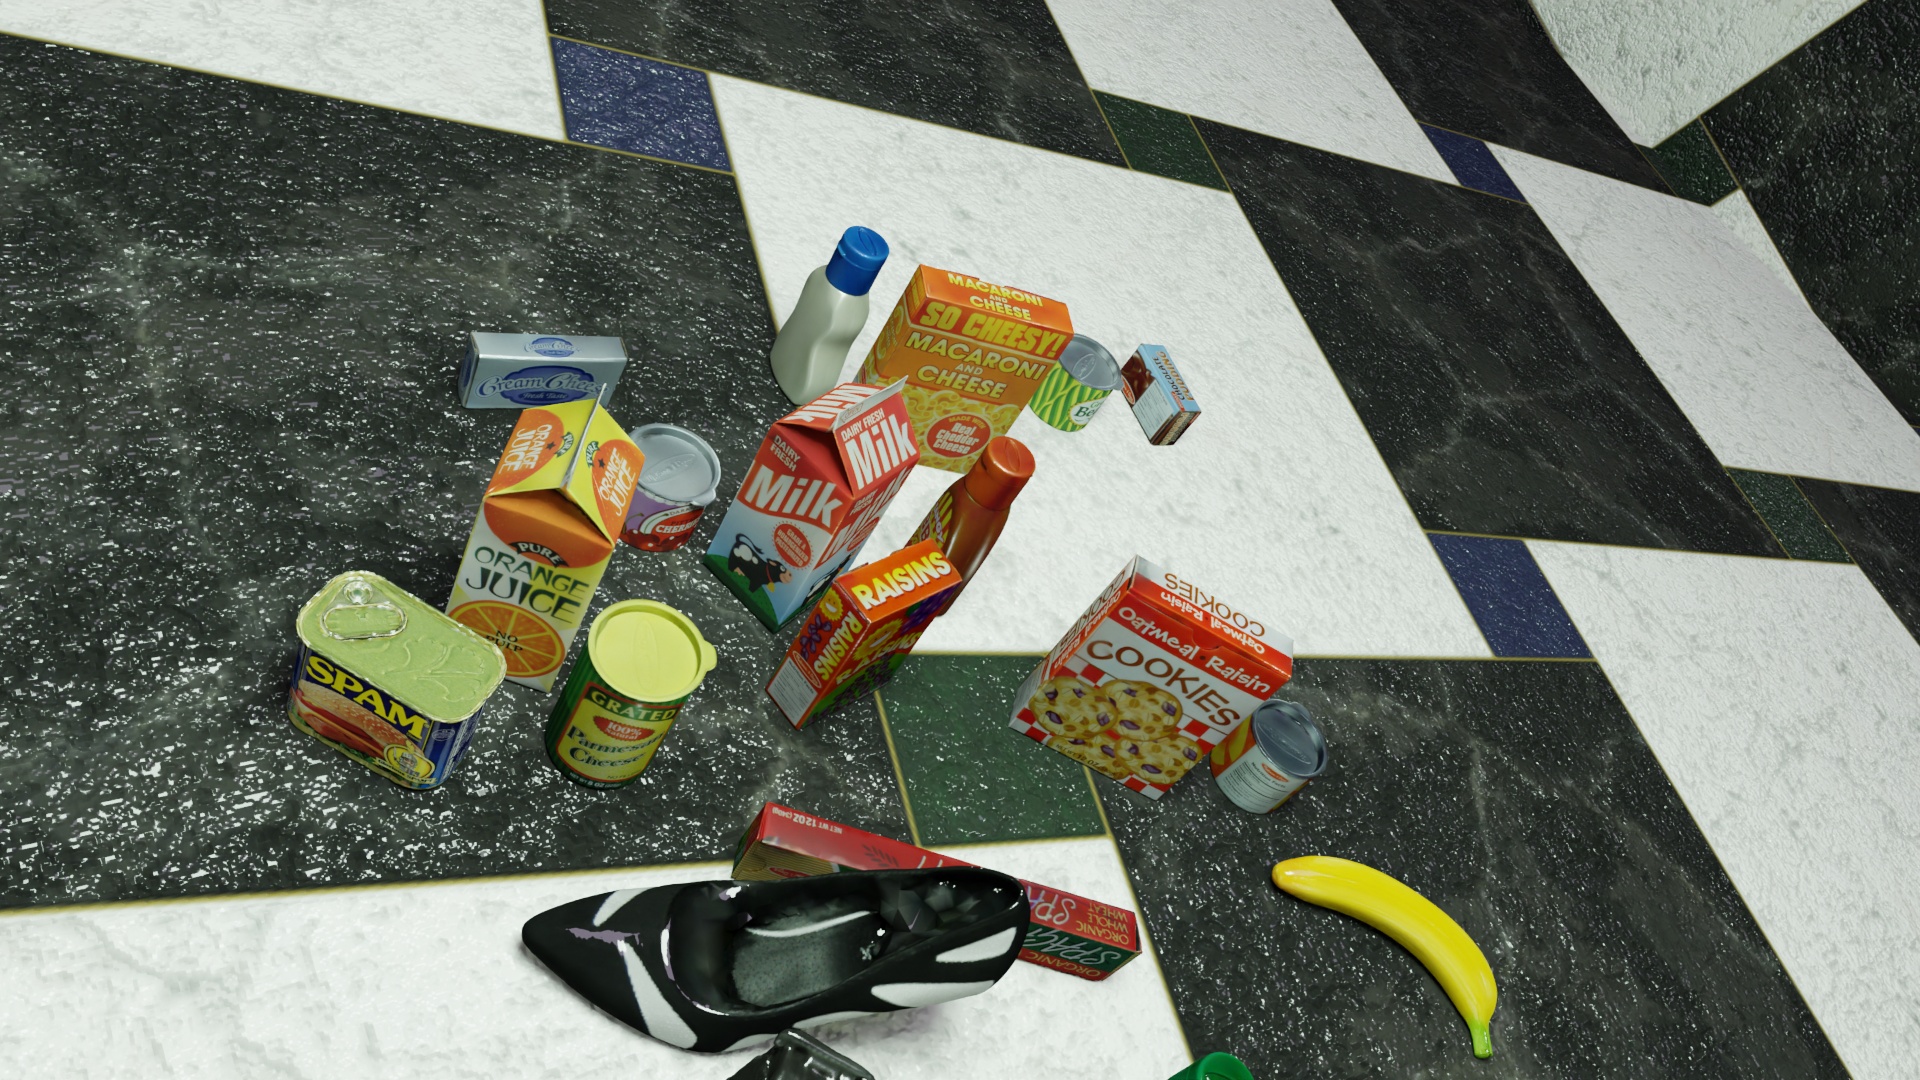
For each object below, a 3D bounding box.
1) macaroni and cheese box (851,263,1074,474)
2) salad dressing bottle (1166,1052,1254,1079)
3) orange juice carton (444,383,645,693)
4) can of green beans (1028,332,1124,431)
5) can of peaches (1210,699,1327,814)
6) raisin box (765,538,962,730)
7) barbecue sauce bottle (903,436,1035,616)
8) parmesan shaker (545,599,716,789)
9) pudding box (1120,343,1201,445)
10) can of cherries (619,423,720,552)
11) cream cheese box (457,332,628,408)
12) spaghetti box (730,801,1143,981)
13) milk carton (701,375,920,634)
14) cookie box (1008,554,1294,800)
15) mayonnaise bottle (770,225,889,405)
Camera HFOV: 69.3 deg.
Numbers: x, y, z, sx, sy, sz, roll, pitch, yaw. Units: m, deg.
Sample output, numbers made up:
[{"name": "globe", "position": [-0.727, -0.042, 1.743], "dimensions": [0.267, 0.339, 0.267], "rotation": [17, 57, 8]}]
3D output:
[{"name": "macaroni and cheese box", "position": [-0.008, -0.125, 1.051], "dimensions": [0.124, 0.165, 0.040], "rotation": [10, 48, -25]}, {"name": "salad dressing bottle", "position": [0.102, 0.315, 0.740], "dimensions": [0.064, 0.147, 0.044], "rotation": [30, 42, -6]}, {"name": "orange juice carton", "position": [-0.232, -0.002, 0.778], "dimensions": [0.073, 0.191, 0.072], "rotation": [22, 44, -15]}, {"name": "can of green beans", "position": [0.097, -0.137, 1.210], "dimensions": [0.071, 0.057, 0.071], "rotation": [18, 45, -19]}, {"name": "can of peaches", "position": [0.228, 0.159, 1.028], "dimensions": [0.071, 0.057, 0.071], "rotation": [18, 45, -19]}, {"name": "raisin box", "position": [-0.062, 0.059, 0.883], "dimensions": [0.086, 0.122, 0.040], "rotation": [-23, 67, -43]}, {"name": "barbecue sauce bottle", "position": [0.003, -0.012, 0.970], "dimensions": [0.044, 0.147, 0.065], "rotation": [12, 47, -24]}, {"name": "parmesan shaker", "position": [-0.189, 0.090, 0.789], "dimensions": [0.071, 0.102, 0.072], "rotation": [18, 45, -19]}, {"name": "pudding box", "position": [0.179, -0.133, 1.265], "dimensions": [0.030, 0.049, 0.084], "rotation": [-3, 54, -34]}, {"name": "can of cherries", "position": [-0.199, -0.033, 0.925], "dimensions": [0.071, 0.058, 0.072], "rotation": [18, 45, -19]}, {"name": "cream cheese box", "position": [-0.285, -0.115, 0.948], "dimensions": [0.104, 0.053, 0.024], "rotation": [-3, 55, -35]}, {"name": "spaghetti box", "position": [-0.011, 0.214, 0.831], "dimensions": [0.250, 0.050, 0.029], "rotation": [20, 44, -16]}, {"name": "milk carton", "position": [-0.091, -0.031, 0.895], "dimensions": [0.073, 0.189, 0.073], "rotation": [44, 43, 9]}, {"name": "cookie box", "position": [0.125, 0.097, 0.936], "dimensions": [0.123, 0.166, 0.040], "rotation": [28, 43, -8]}, {"name": "mayonnaise bottle", "position": [-0.098, -0.170, 1.048], "dimensions": [0.041, 0.147, 0.065], "rotation": [-5, 56, -36]}]
